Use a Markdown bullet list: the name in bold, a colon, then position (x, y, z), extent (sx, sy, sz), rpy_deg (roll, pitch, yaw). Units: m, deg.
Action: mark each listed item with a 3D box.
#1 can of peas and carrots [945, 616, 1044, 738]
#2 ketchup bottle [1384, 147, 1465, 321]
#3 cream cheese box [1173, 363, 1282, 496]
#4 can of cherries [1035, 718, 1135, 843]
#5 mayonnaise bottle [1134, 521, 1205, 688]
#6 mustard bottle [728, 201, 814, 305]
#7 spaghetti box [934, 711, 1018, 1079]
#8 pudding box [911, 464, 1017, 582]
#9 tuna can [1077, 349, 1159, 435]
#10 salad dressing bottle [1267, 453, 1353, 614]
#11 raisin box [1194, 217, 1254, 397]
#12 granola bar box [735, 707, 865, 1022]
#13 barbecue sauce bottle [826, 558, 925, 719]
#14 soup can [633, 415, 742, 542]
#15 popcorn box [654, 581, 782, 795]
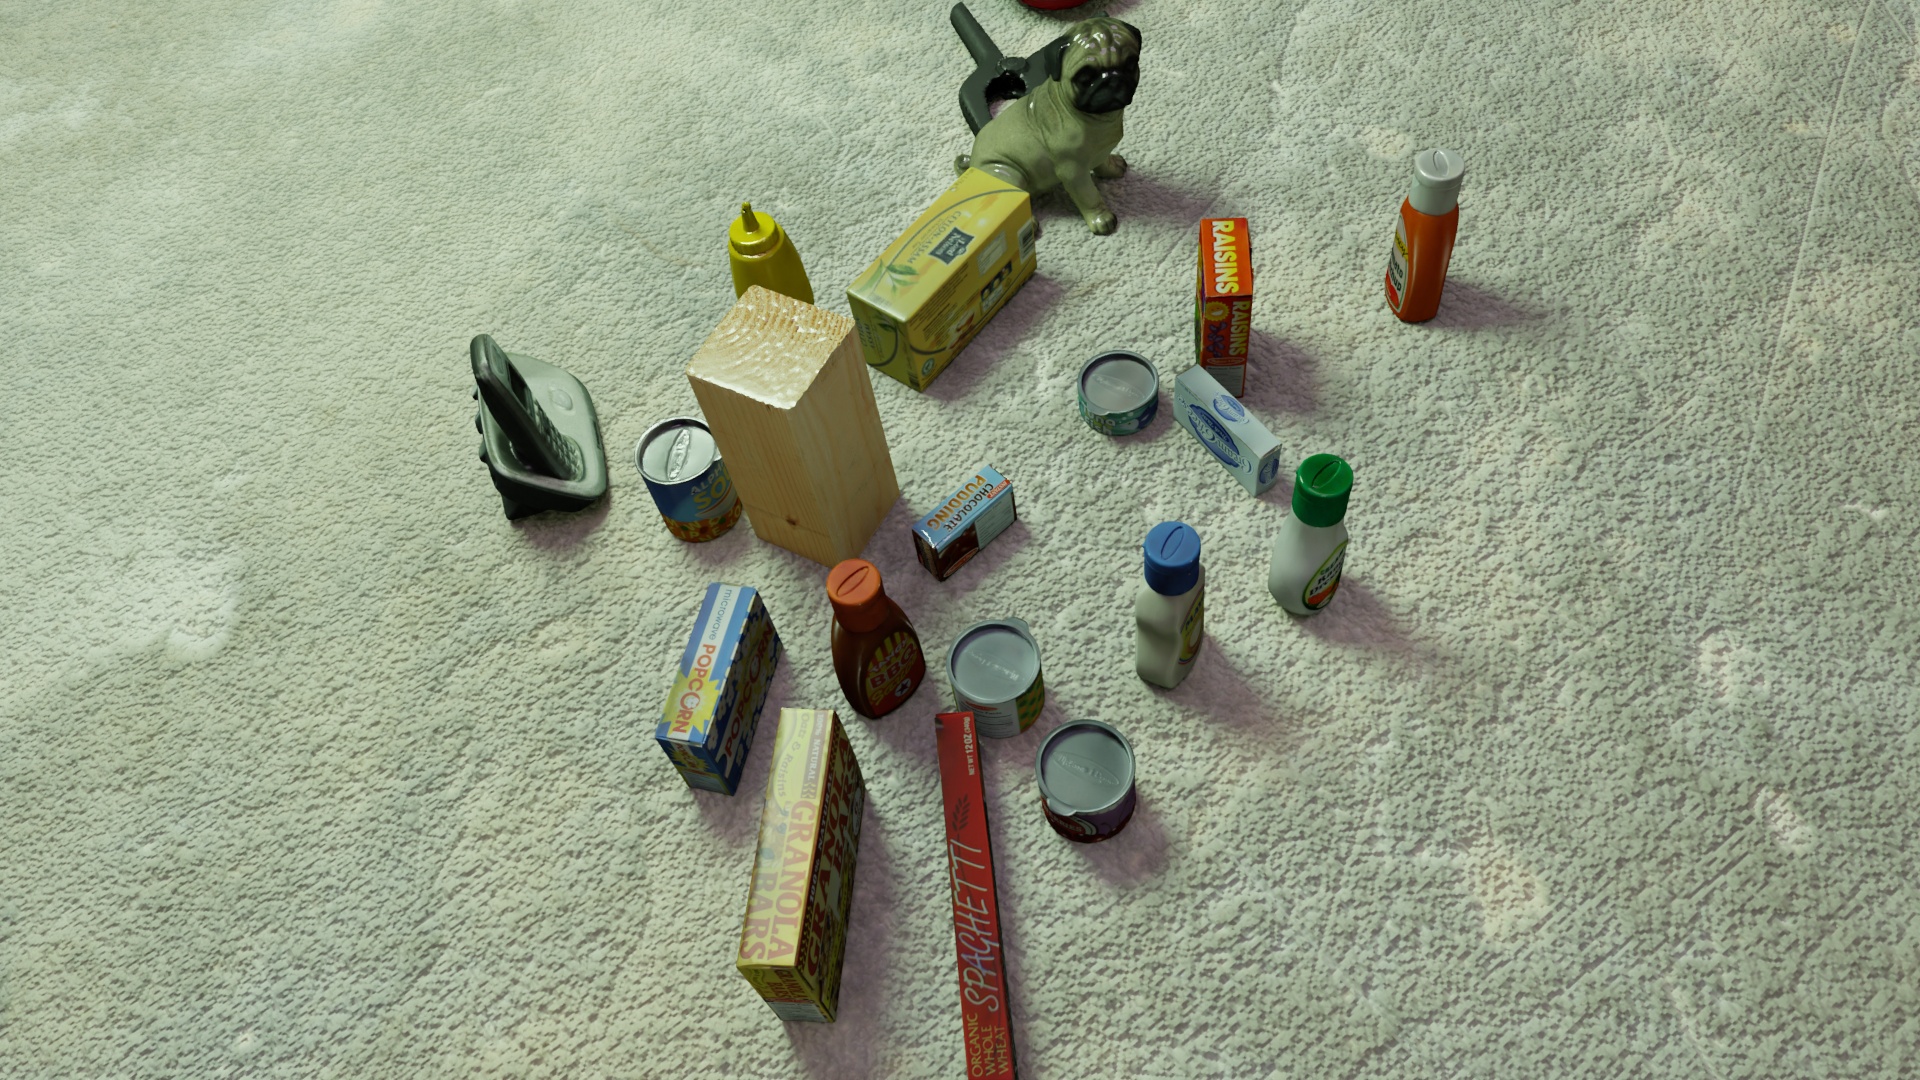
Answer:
- **can of peas and carrots**: position (0.027, 0.096, 0.983), extent (0.071, 0.058, 0.071), rpy_deg (-3, 56, 5)
- **ketchup bottle**: position (0.373, -0.246, 1.113), extent (0.043, 0.148, 0.065), rpy_deg (-5, 56, 4)
- **cream cheese box**: position (0.208, -0.086, 1.085), extent (0.024, 0.053, 0.104), rpy_deg (-32, 58, -13)
- **can of cherries**: position (0.083, 0.164, 0.931), extent (0.071, 0.058, 0.072), rpy_deg (-3, 56, 5)
- **mayonnaise bottle**: position (0.144, 0.042, 0.950), extent (0.041, 0.147, 0.065), rpy_deg (23, 62, 20)
- **mustard bottle**: position (-0.163, -0.227, 1.161), extent (0.049, 0.159, 0.065), rpy_deg (15, 60, 17)
- **spaghetti box**: position (0.009, 0.233, 0.899), extent (0.029, 0.050, 0.251), rpy_deg (-8, 56, 2)
- **pudding box**: position (0.004, -0.013, 1.064), extent (0.084, 0.049, 0.030), rpy_deg (-41, 61, -18)
- **tuna can**: position (0.127, -0.118, 1.128), extent (0.071, 0.032, 0.071), rpy_deg (-3, 56, 5)
- **salad dressing bottle**: position (0.246, -0.003, 0.968), extent (0.044, 0.147, 0.064), rpy_deg (38, 69, 27)
- **raisin box**: position (0.209, -0.184, 1.107), extent (0.040, 0.122, 0.086), rpy_deg (0, 57, 7)
- **granola bar box**: position (-0.097, 0.207, 0.885), extent (0.039, 0.123, 0.166), rpy_deg (1, 57, 8)
- **barbecue sauce bottle**: position (-0.062, 0.066, 0.960), extent (0.044, 0.147, 0.065), rpy_deg (37, 68, 27)
- **soup can**: position (-0.210, -0.047, 1.093), extent (0.071, 0.083, 0.072), rpy_deg (-3, 56, 5)
- **popcorn box**: position (-0.169, 0.104, 0.986), extent (0.038, 0.084, 0.127), rpy_deg (7, 58, 12)
